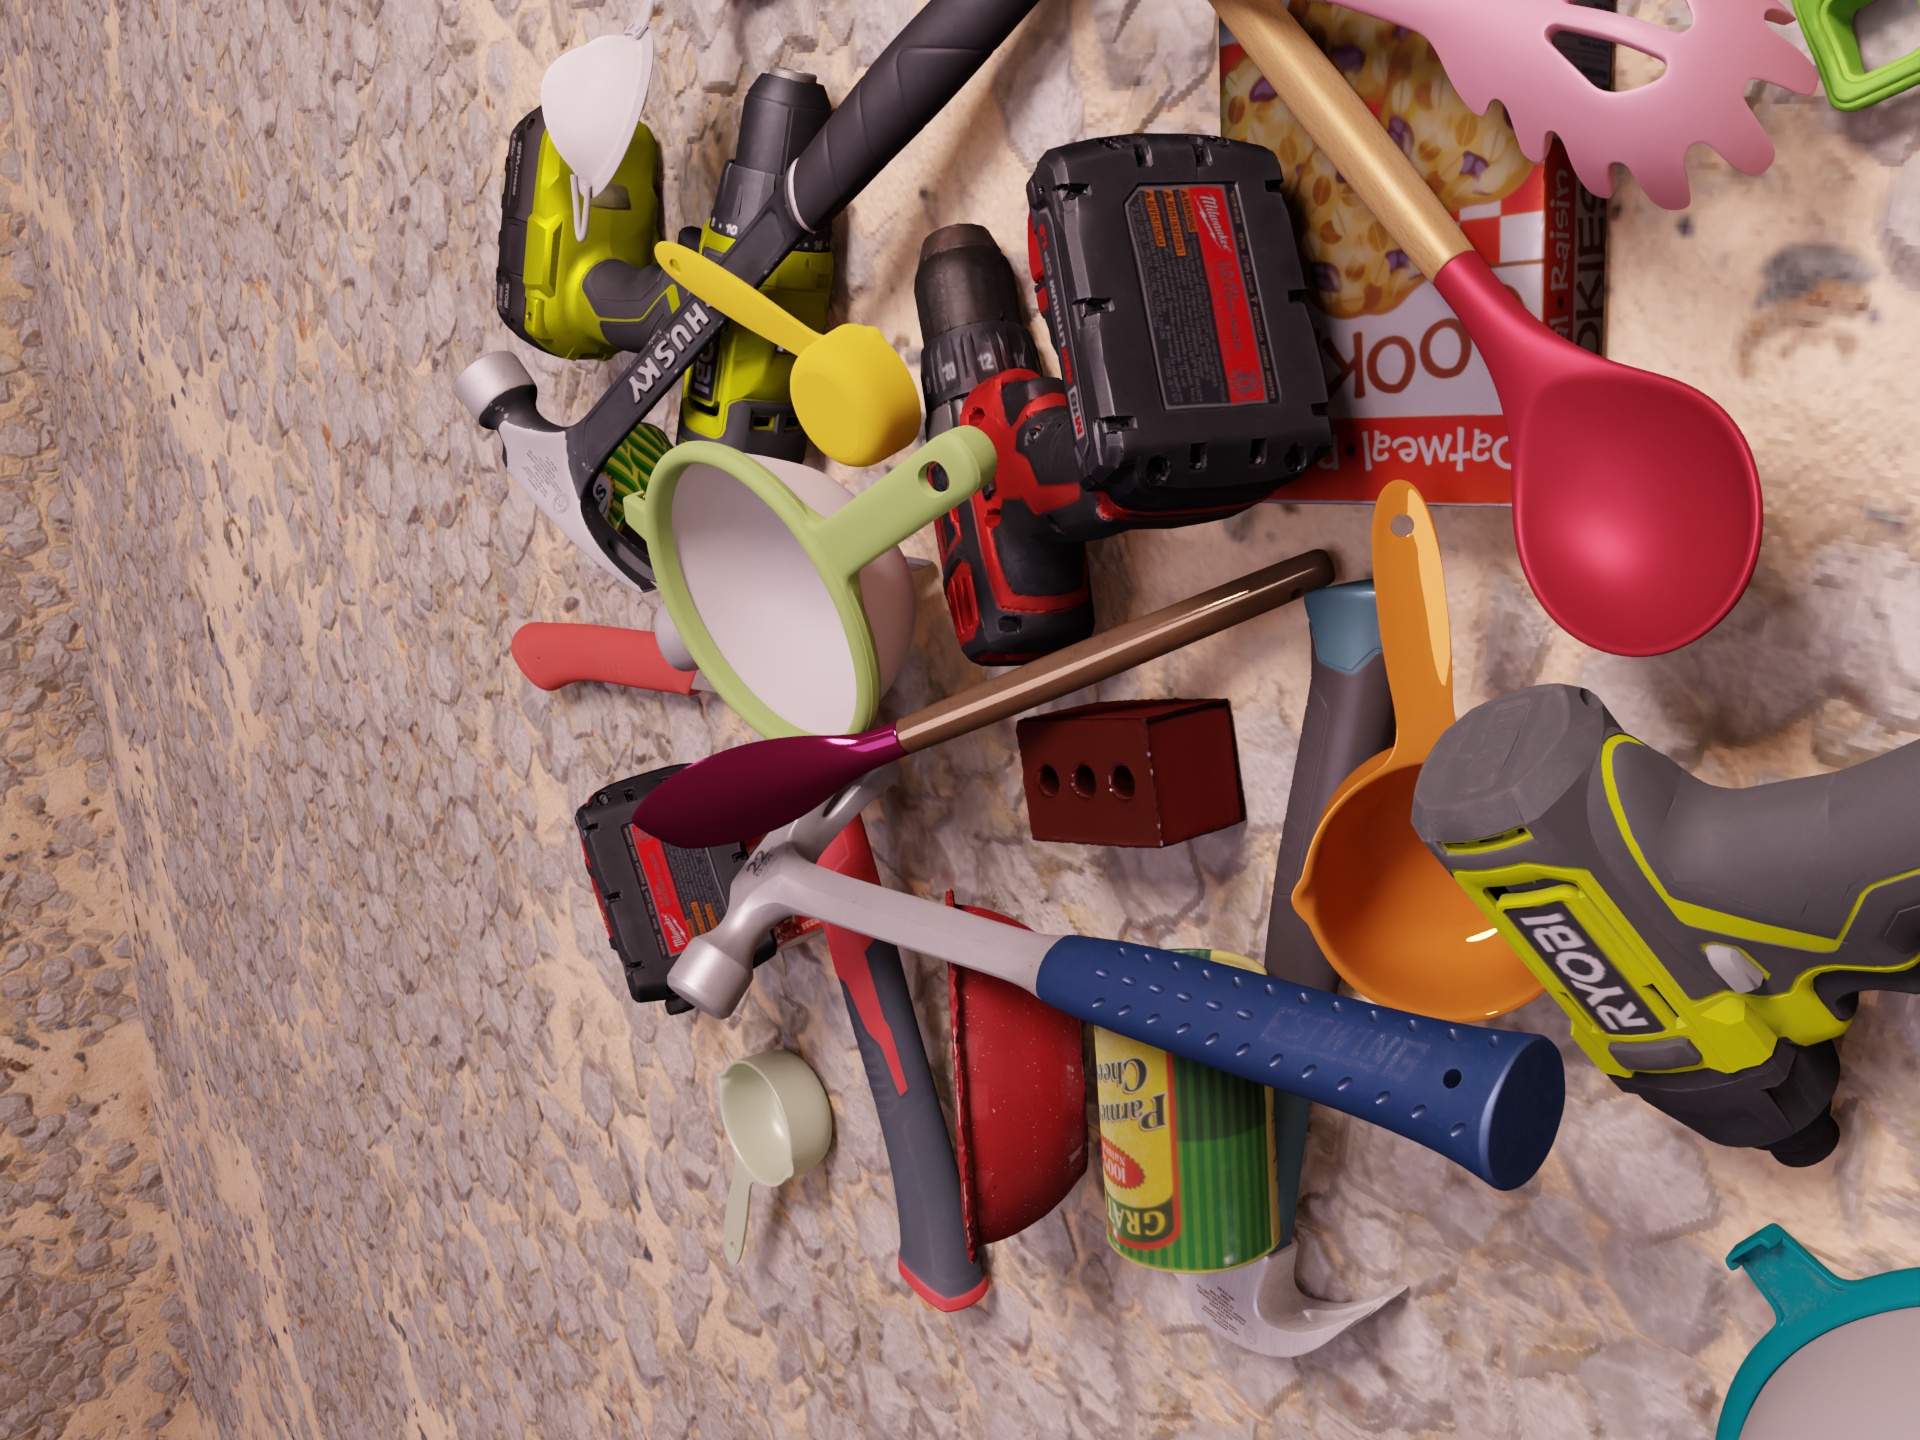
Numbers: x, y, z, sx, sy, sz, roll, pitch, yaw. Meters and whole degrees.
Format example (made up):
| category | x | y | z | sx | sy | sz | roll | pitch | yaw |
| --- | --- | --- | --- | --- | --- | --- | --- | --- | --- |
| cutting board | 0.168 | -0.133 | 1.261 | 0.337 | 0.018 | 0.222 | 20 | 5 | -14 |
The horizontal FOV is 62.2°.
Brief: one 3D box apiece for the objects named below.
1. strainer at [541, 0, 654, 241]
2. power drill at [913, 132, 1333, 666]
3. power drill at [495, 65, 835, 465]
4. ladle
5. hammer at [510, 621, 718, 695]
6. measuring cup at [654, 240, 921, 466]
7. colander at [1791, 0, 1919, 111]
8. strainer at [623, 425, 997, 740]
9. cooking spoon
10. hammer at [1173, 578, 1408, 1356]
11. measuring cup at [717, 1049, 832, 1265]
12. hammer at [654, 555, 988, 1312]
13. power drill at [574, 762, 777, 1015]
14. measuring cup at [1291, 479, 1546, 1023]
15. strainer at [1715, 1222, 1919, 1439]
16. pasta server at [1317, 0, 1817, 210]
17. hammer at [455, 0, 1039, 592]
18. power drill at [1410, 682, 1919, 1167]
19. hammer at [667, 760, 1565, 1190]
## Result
| category | x | y | z | sx | sy | sz | roll | pitch | yaw |
| --- | --- | --- | --- | --- | --- | --- | --- | --- | --- |
| strainer | -0.143 | -0.355 | 0.753 | 0.258 | 0.050 | 0.087 | -60 | 38 | 11 |
| power drill | 0.037 | -0.131 | 0.592 | 0.226 | 0.080 | 0.188 | 148 | 114 | -70 |
| power drill | -0.147 | -0.246 | 0.820 | 0.229 | 0.080 | 0.190 | 31 | 120 | 39 |
| ladle | 0.132 | -0.152 | 0.475 | 0.069 | 0.031 | 0.316 | -47 | 62 | 38 |
| hammer | -0.174 | -0.043 | 0.941 | 0.359 | 0.036 | 0.149 | 9 | 107 | 49 |
| measuring cup | -0.083 | -0.159 | 0.673 | 0.157 | 0.029 | 0.062 | 36 | 146 | 20 |
| colander | 0.165 | -0.346 | 0.389 | 0.204 | 0.094 | 0.397 | -16 | 87 | 52 |
| strainer | -0.042 | -0.074 | 0.655 | 0.151 | 0.069 | 0.256 | 59 | 147 | -4 |
| cooking spoon | -0.001 | -0.002 | 0.641 | 0.319 | 0.068 | 0.017 | -22 | 55 | 24 |
| hammer | 0.129 | 0.102 | 0.612 | 0.128 | 0.033 | 0.330 | 27 | 121 | 45 |
| measuring cup | -0.116 | 0.268 | 0.960 | 0.083 | 0.038 | 0.167 | 42 | 132 | 36 |
| hammer | -0.035 | 0.111 | 0.796 | 0.143 | 0.038 | 0.386 | -12 | 98 | 22 |
| power drill | -0.171 | 0.102 | 0.910 | 0.219 | 0.078 | 0.143 | 153 | 99 | -72 |
| measuring cup | 0.153 | 0.008 | 0.518 | 0.095 | 0.052 | 0.173 | -6 | 97 | 18 |
| strainer | 0.290 | 0.325 | 0.428 | 0.211 | 0.095 | 0.340 | 7 | 104 | 50 |
| pasta server | 0.096 | -0.226 | 0.480 | 0.316 | 0.040 | 0.060 | 36 | 105 | 37 |
| hammer | -0.077 | -0.212 | 0.698 | 0.409 | 0.036 | 0.149 | -37 | 86 | 34 |
| power drill | 0.247 | 0.049 | 0.389 | 0.171 | 0.080 | 0.223 | 47 | 145 | -16 |
| hammer | 0.031 | 0.083 | 0.584 | 0.406 | 0.144 | 0.035 | 7 | 149 | 52 |
